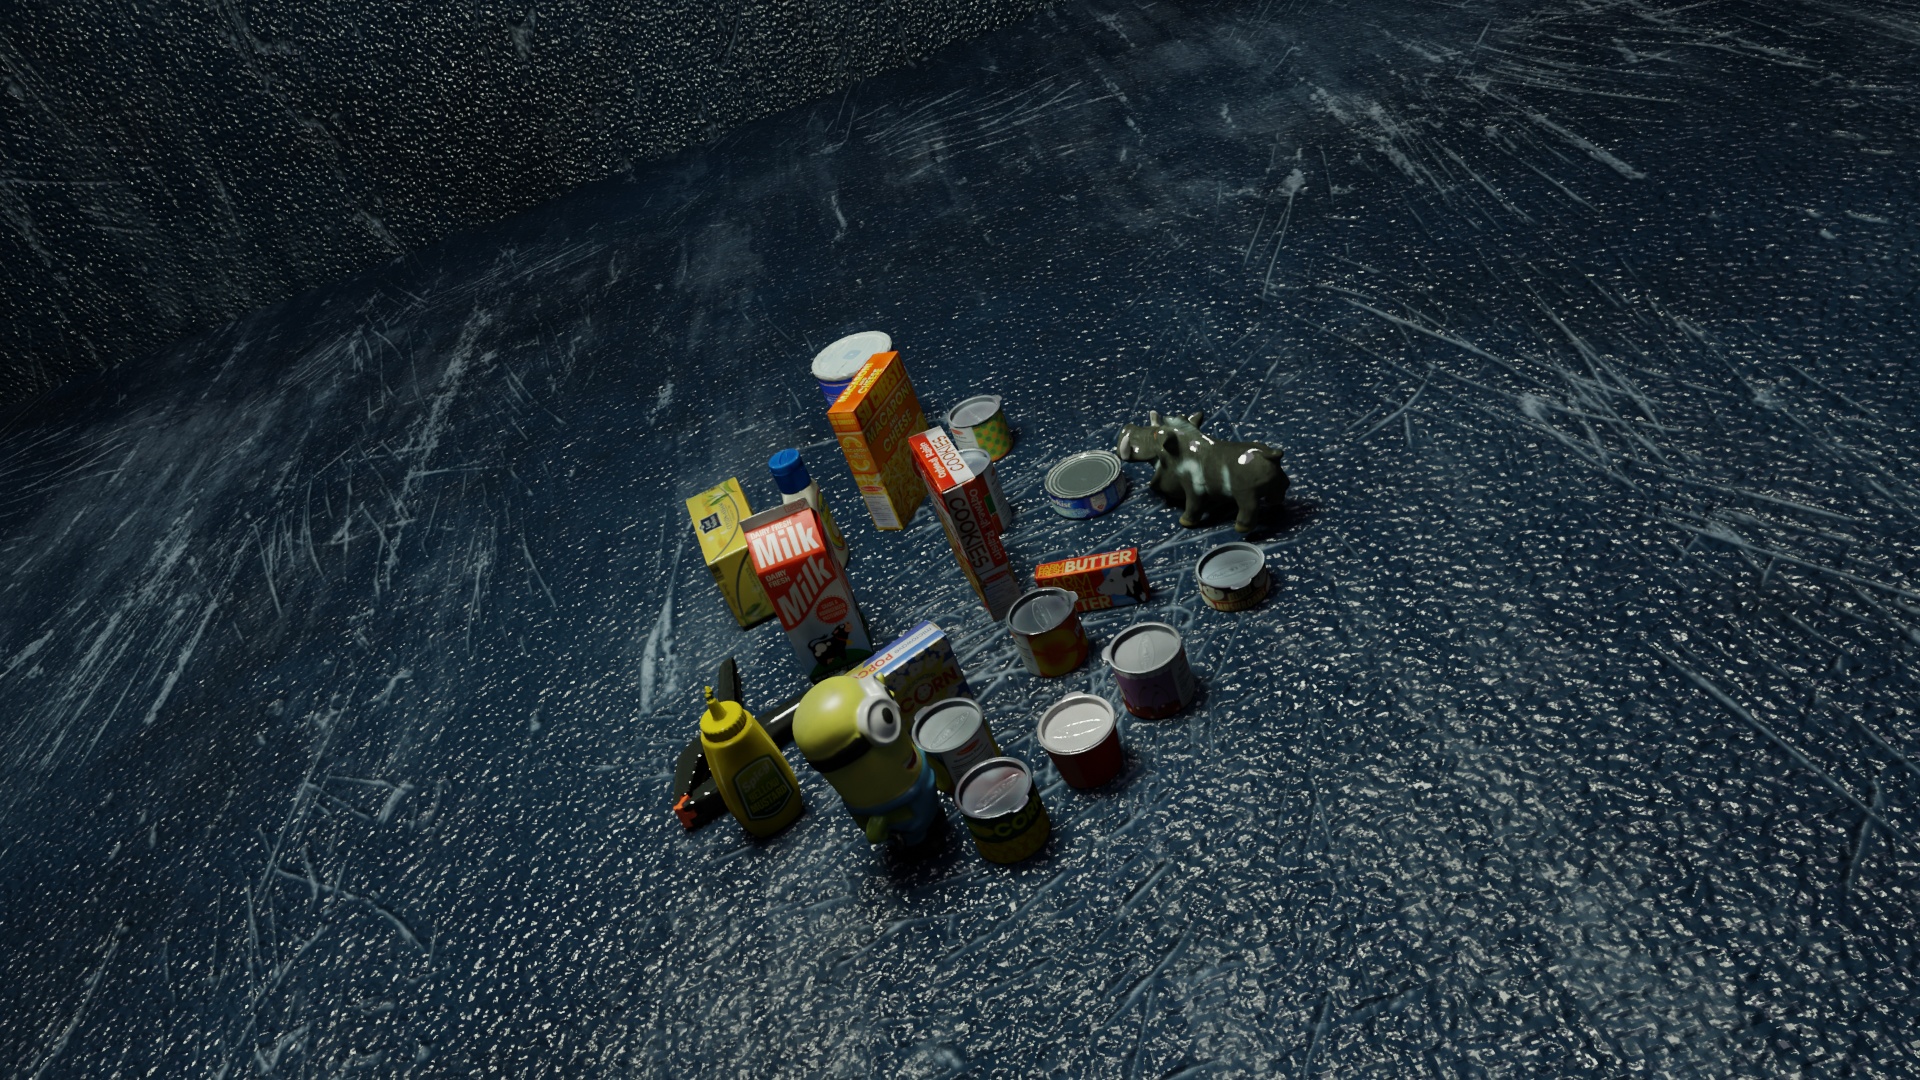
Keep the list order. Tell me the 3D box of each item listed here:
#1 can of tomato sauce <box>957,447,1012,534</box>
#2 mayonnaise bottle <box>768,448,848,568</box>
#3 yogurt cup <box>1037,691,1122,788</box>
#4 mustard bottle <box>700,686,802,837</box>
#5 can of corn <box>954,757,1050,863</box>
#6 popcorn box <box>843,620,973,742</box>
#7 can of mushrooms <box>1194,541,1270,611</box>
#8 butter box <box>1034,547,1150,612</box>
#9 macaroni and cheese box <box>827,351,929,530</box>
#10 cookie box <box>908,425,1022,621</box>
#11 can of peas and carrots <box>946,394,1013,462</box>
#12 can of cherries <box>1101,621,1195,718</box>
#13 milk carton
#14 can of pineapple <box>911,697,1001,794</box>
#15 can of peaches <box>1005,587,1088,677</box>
[{"bbox_3d":[0.012,-0.049,1.523,0.071,0.082,0.071,-15,34,10],"label":"can of tomato sauce"},{"bbox_3d":[-0.168,-0.032,1.542,0.041,0.147,0.065,-15,34,11],"label":"mayonnaise bottle"},{"bbox_3d":[0.105,0.173,1.180,0.072,0.053,0.073,-15,34,10],"label":"yogurt cup"},{"bbox_3d":[-0.194,0.191,1.227,0.065,0.159,0.049,-34,35,-18],"label":"mustard bottle"},{"bbox_3d":[0.037,0.223,1.143,0.071,0.058,0.071,-15,34,10],"label":"can of corn"},{"bbox_3d":[-0.058,0.144,1.286,0.127,0.085,0.038,-34,35,-17],"label":"popcorn box"},{"bbox_3d":[0.257,0.036,1.308,0.071,0.033,0.071,-15,34,10],"label":"can of mushrooms"},{"bbox_3d":[0.128,0.042,1.355,0.103,0.053,0.024,-10,35,17],"label":"butter box"},{"bbox_3d":[-0.084,-0.114,1.593,0.040,0.165,0.124,-1,39,29],"label":"macaroni and cheese box"},{"bbox_3d":[0.005,-0.018,1.405,0.040,0.166,0.123,-25,33,-5],"label":"cookie box"},{"bbox_3d":[0.026,-0.133,1.656,0.071,0.058,0.071,-15,34,10],"label":"can of peas and carrots"},{"bbox_3d":[0.166,0.115,1.224,0.071,0.058,0.072,-15,34,10],"label":"can of cherries"},{"bbox_3d":[-0.153,0.043,1.387,0.072,0.189,0.074,-22,33,1],"label":"milk carton"},{"bbox_3d":[-0.003,0.181,1.227,0.071,0.057,0.071,-15,34,10],"label":"can of pineapple"},{"bbox_3d":[0.085,0.086,1.311,0.071,0.057,0.071,-15,34,10],"label":"can of peaches"}]
